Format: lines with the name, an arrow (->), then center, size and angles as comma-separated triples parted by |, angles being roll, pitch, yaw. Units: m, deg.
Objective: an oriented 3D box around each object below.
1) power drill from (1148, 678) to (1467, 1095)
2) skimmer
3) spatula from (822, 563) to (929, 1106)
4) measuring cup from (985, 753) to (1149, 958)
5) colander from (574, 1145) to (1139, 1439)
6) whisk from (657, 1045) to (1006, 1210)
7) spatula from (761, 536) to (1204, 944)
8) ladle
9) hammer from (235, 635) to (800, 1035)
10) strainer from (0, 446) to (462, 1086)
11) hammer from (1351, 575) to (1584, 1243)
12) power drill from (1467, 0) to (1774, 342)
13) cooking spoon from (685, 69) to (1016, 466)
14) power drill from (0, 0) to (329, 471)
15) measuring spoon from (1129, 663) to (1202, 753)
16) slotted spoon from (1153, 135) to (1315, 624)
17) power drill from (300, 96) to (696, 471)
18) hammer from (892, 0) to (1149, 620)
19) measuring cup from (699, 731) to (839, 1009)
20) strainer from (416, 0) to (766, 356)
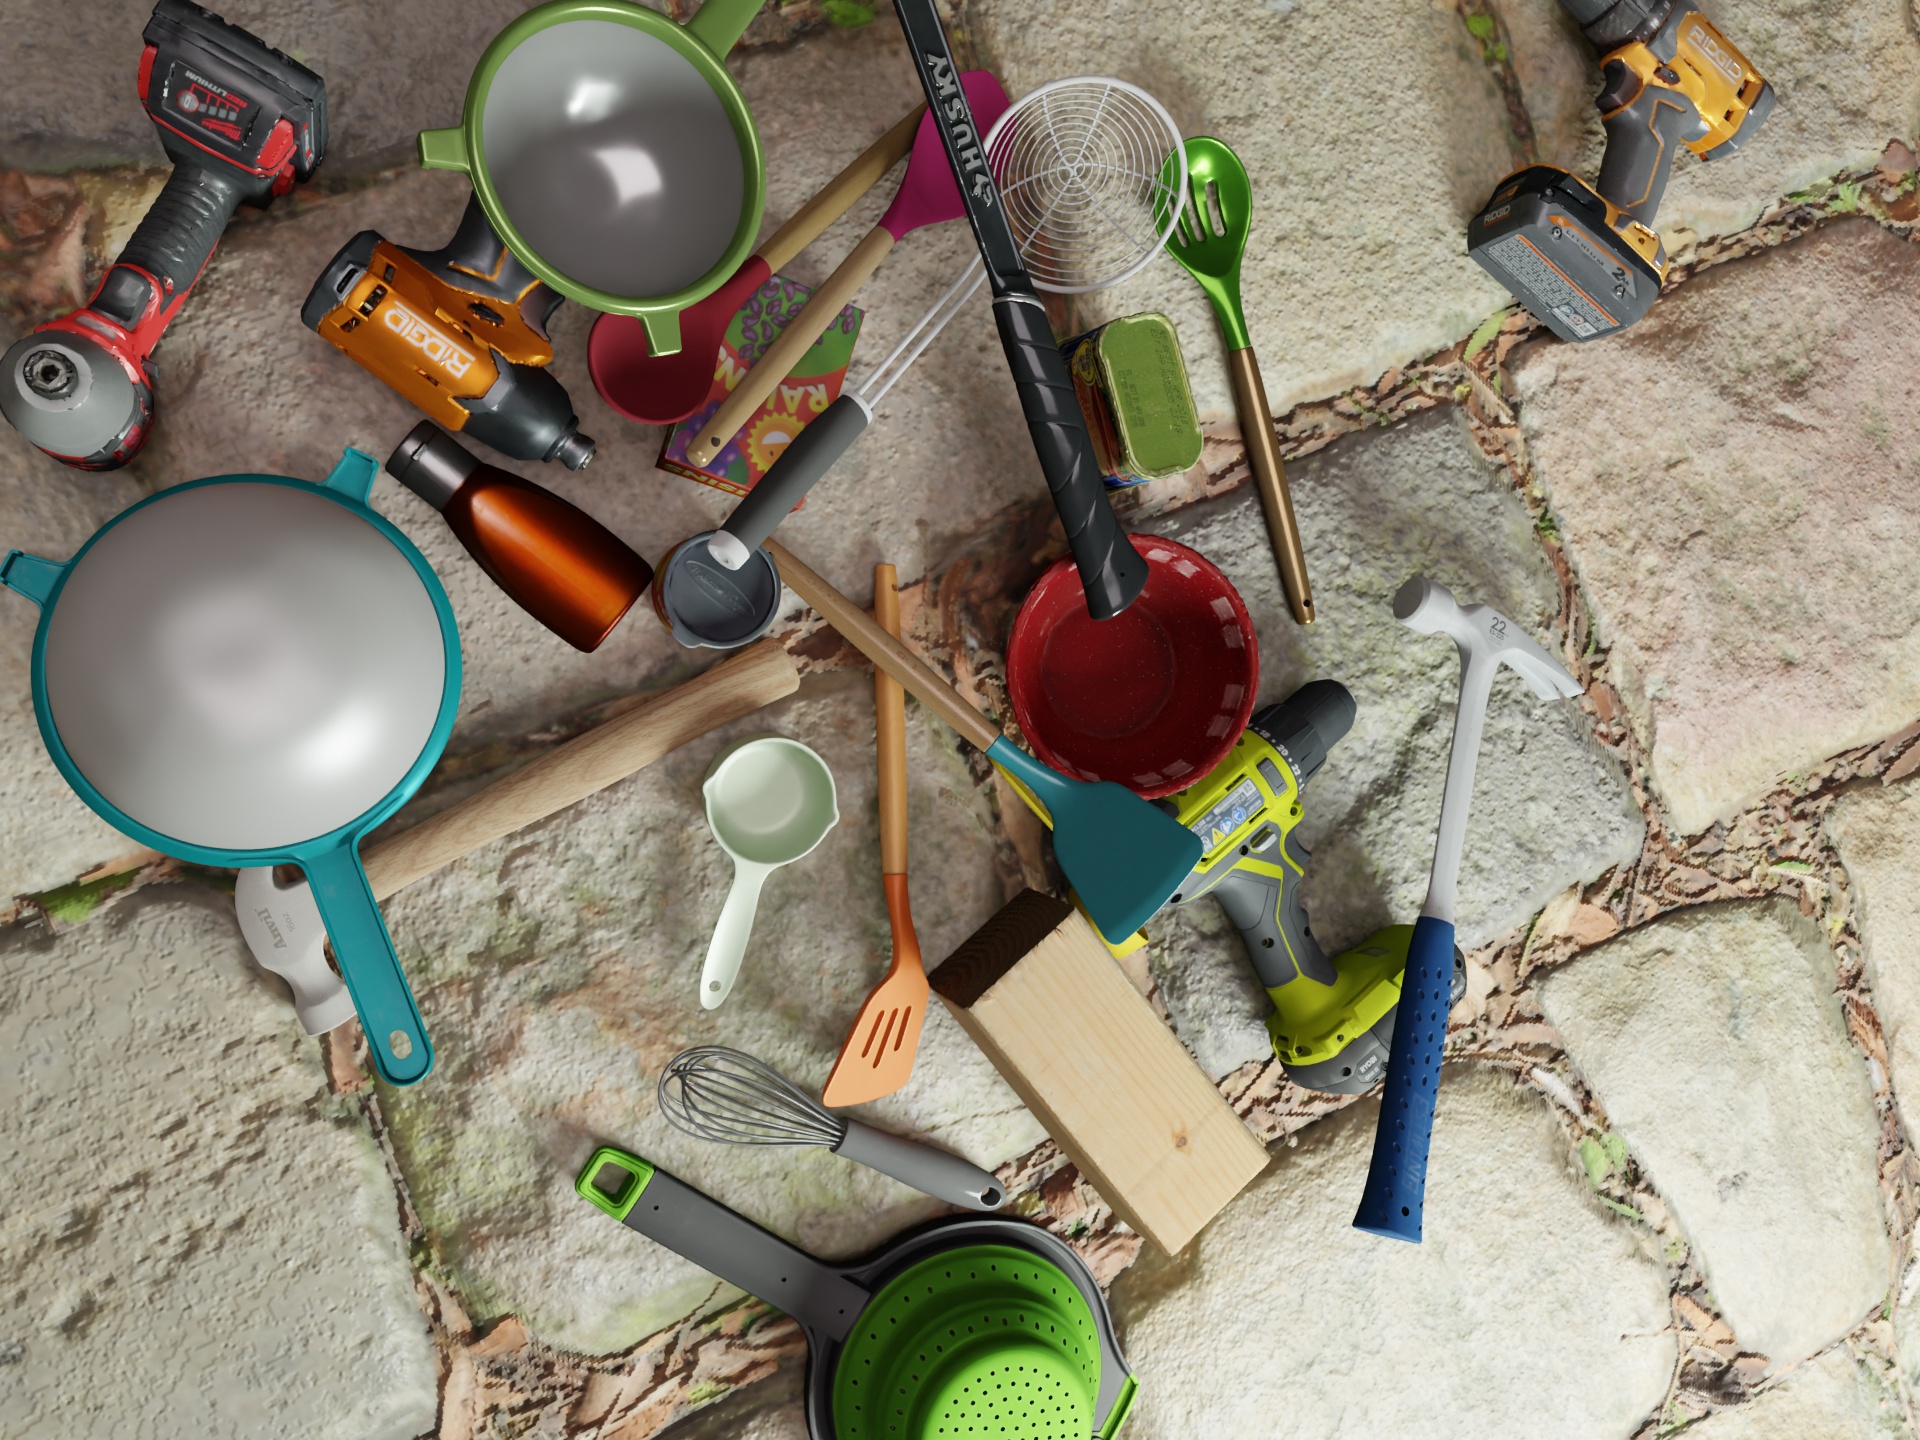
power drill -> 0.223, 0.104, 1.021 | 0.190, 0.080, 0.228 | -38, 101, -17
skimmer -> -0.006, -0.220, 0.899 | 0.363, 0.090, 0.127 | -52, 124, -20
spatula -> -0.048, 0.068, 0.954 | 0.081, 0.041, 0.323 | 3, 84, -53
measuring cup -> 0.058, 0.084, 0.988 | 0.029, 0.062, 0.156 | -40, 92, 9
colander -> -0.050, 0.368, 0.939 | 0.397, 0.094, 0.204 | 35, 83, -16
whisk -> -0.072, 0.252, 0.953 | 0.238, 0.055, 0.055 | 27, 85, -21
spatula -> -0.001, -0.003, 0.924 | 0.317, 0.044, 0.082 | 40, 106, 0
ladle -> -0.096, -0.271, 0.892 | 0.069, 0.031, 0.315 | 49, 64, -18
hammer -> -0.244, 0.039, 0.896 | 0.331, 0.031, 0.130 | -29, 101, -14
strainer -> -0.339, 0.025, 0.798 | 0.211, 0.095, 0.340 | -22, 86, -17
hammer -> 0.305, 0.117, 0.995 | 0.144, 0.035, 0.406 | 22, 71, -22
power drill -> 0.425, -0.392, 1.057 | 0.185, 0.084, 0.226 | 35, 78, -15
cooking spoon -> -0.058, -0.260, 0.907 | 0.319, 0.017, 0.068 | -55, 129, -23
power drill -> -0.396, -0.228, 0.778 | 0.078, 0.143, 0.220 | 27, 83, -19
measuring spoon -> 0.137, -0.004, 1.024 | 0.021, 0.011, 0.117 | 36, 85, 0
slotted spoon -> 0.183, -0.212, 1.018 | 0.070, 0.031, 0.313 | -19, 100, -15
power drill -> -0.221, -0.256, 0.864 | 0.164, 0.084, 0.226 | 37, 86, -18
hammer -> 0.022, -0.244, 0.867 | 0.149, 0.036, 0.408 | -30, 111, -25
measuring cup -> -0.127, 0.086, 0.935 | 0.083, 0.038, 0.167 | 15, 97, -21
strainer -> -0.153, -0.316, 0.806 | 0.151, 0.069, 0.256 | 38, 71, -26
